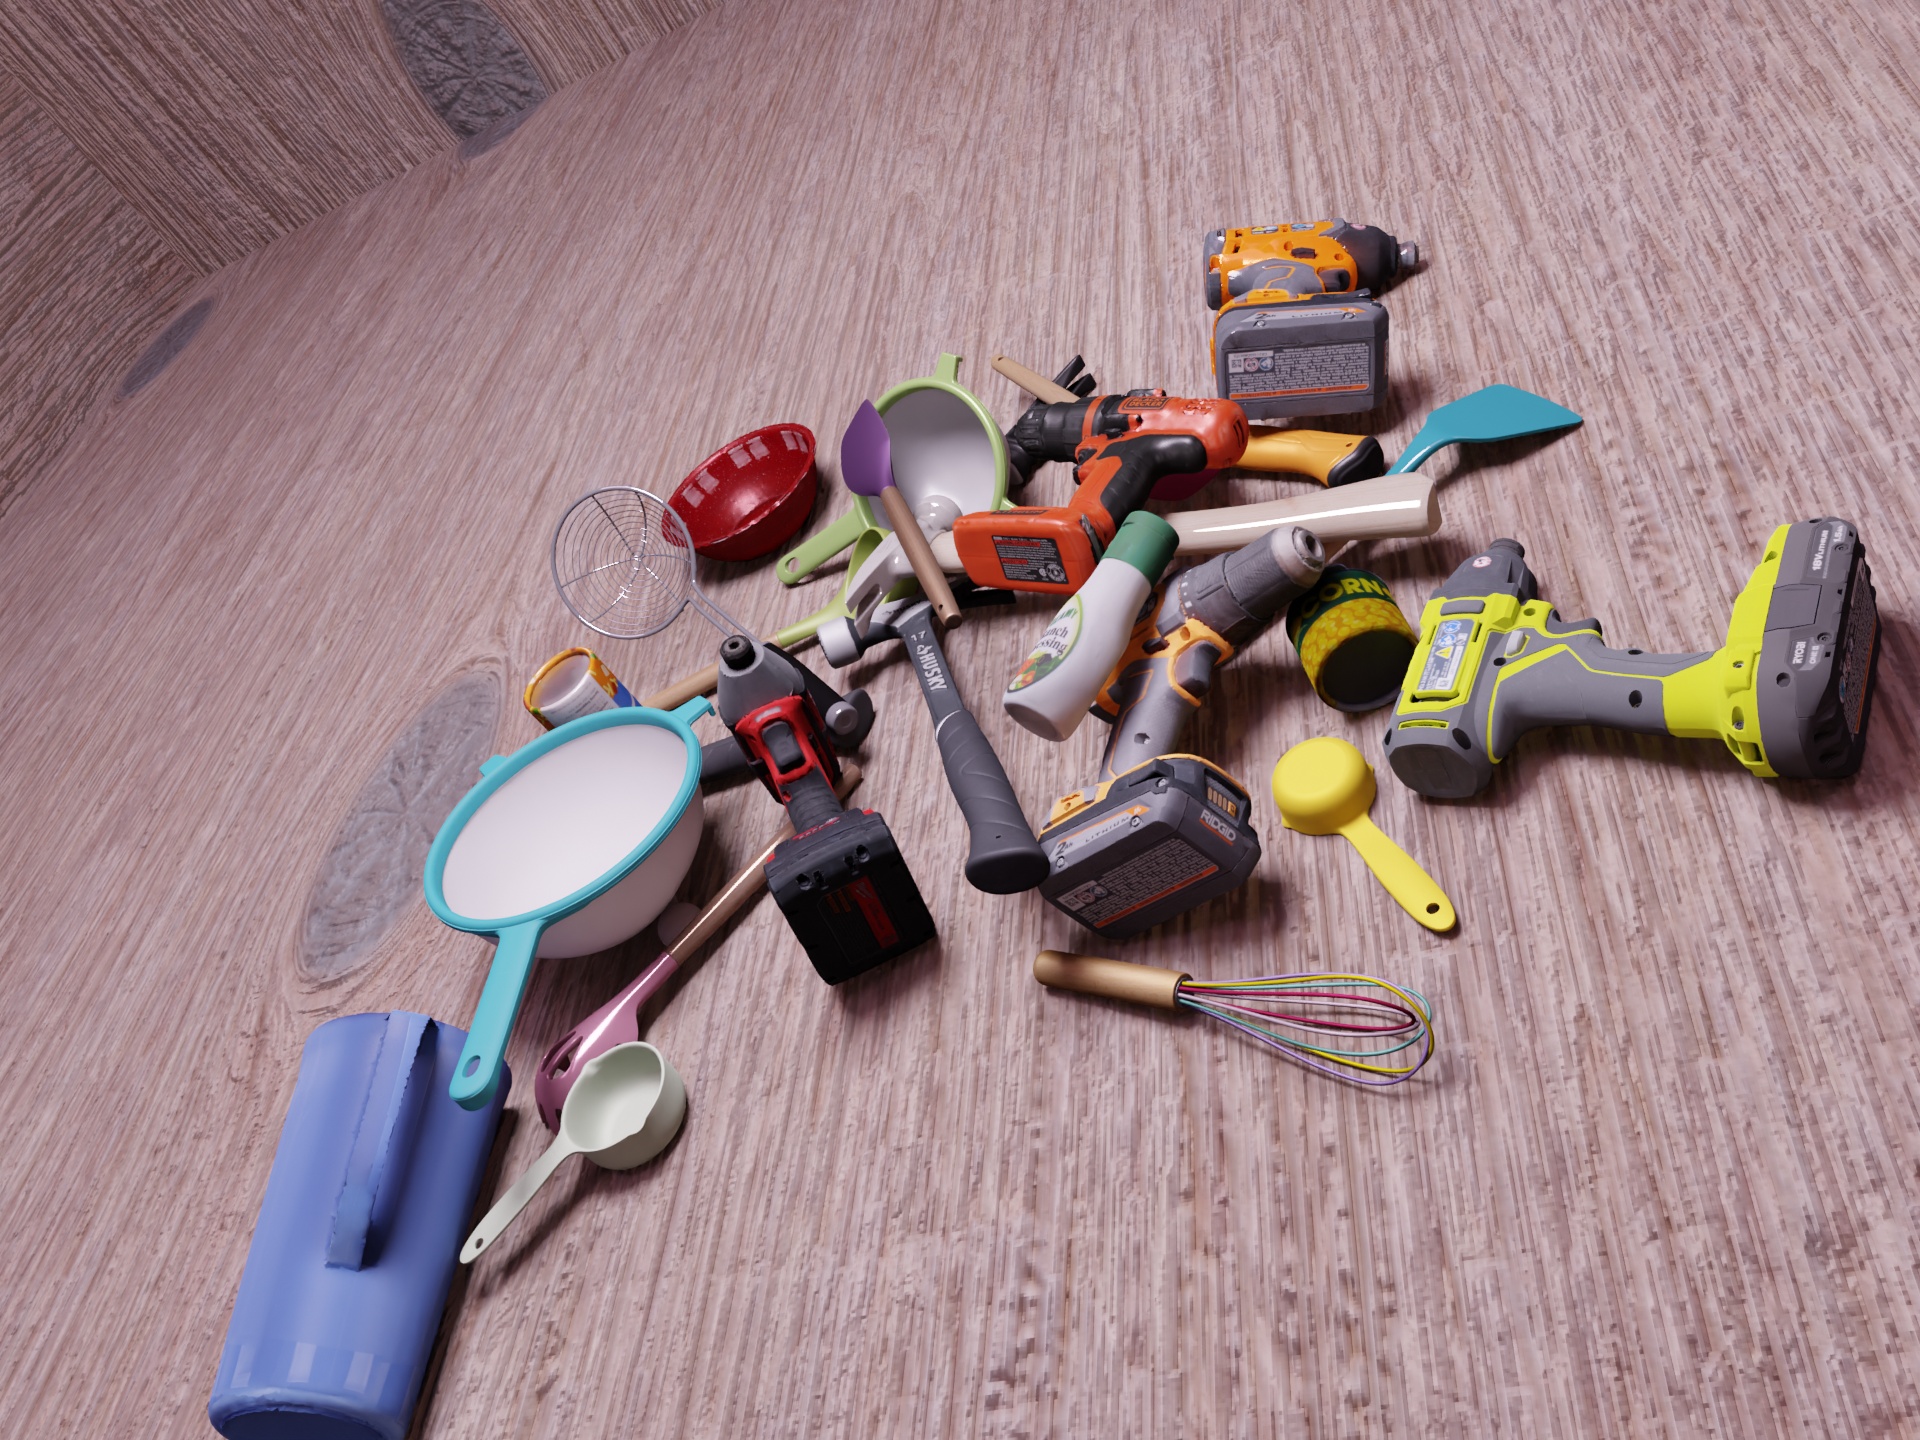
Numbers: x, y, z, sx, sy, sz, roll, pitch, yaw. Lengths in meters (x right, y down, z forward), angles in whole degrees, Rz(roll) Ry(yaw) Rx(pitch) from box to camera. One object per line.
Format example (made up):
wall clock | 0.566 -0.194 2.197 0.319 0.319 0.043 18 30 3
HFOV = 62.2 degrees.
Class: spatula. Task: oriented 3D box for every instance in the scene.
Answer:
spatula | 0.260 -0.122 1.044 0.317 0.044 0.082 -42 39 -1
spatula | -0.047 -0.150 1.155 0.059 0.018 0.316 -57 31 22

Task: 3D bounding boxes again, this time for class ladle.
ladle | -0.172 -0.058 1.273 0.320 0.062 0.078 -26 58 16

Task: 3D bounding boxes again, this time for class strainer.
strainer | -0.048 -0.175 1.298 0.256 0.151 0.069 -29 -10 37
strainer | -0.261 0.135 1.064 0.211 0.095 0.341 -15 38 16

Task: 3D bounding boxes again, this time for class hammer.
hammer | 0.172 -0.215 1.198 0.337 0.034 0.127 17 62 46
hammer | -0.217 0.037 1.220 0.335 0.035 0.146 -18 41 20
hammer | 0.112 -0.118 1.070 0.411 0.038 0.146 -1 37 33
hammer | -0.002 -0.003 1.026 0.149 0.036 0.409 -22 27 -1

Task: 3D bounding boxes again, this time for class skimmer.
skimmer | -0.204 -0.077 1.224 0.364 0.090 0.127 36 110 46

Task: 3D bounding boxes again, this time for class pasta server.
pasta server | -0.173 0.147 1.080 0.316 0.040 0.060 -46 39 -21

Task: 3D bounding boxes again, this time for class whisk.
whisk | 0.136 0.143 0.837 0.245 0.047 0.051 3 52 43

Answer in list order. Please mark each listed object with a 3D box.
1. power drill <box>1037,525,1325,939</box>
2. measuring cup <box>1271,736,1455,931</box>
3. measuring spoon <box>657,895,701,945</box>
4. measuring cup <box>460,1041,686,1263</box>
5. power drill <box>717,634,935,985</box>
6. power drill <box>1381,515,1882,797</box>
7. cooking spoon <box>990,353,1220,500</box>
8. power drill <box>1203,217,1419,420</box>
power drill | 0.132 -0.004 0.927 0.185 0.084 0.226 -34 31 40
measuring cup | 0.221 0.060 0.870 0.062 0.029 0.157 -34 36 2
measuring spoon | -0.220 0.122 1.145 0.034 0.018 0.124 -41 37 -7
measuring cup | -0.237 0.274 0.981 0.167 0.038 0.083 -47 39 -12
power drill | -0.099 0.047 1.017 0.078 0.143 0.220 -25 46 -4
power drill | 0.352 -0.039 0.844 0.223 0.080 0.171 -1 49 40
cooking spoon | 0.101 -0.235 1.230 0.069 0.017 0.319 -40 39 -3
power drill | 0.262 -0.307 1.173 0.164 0.084 0.227 -2 37 11
